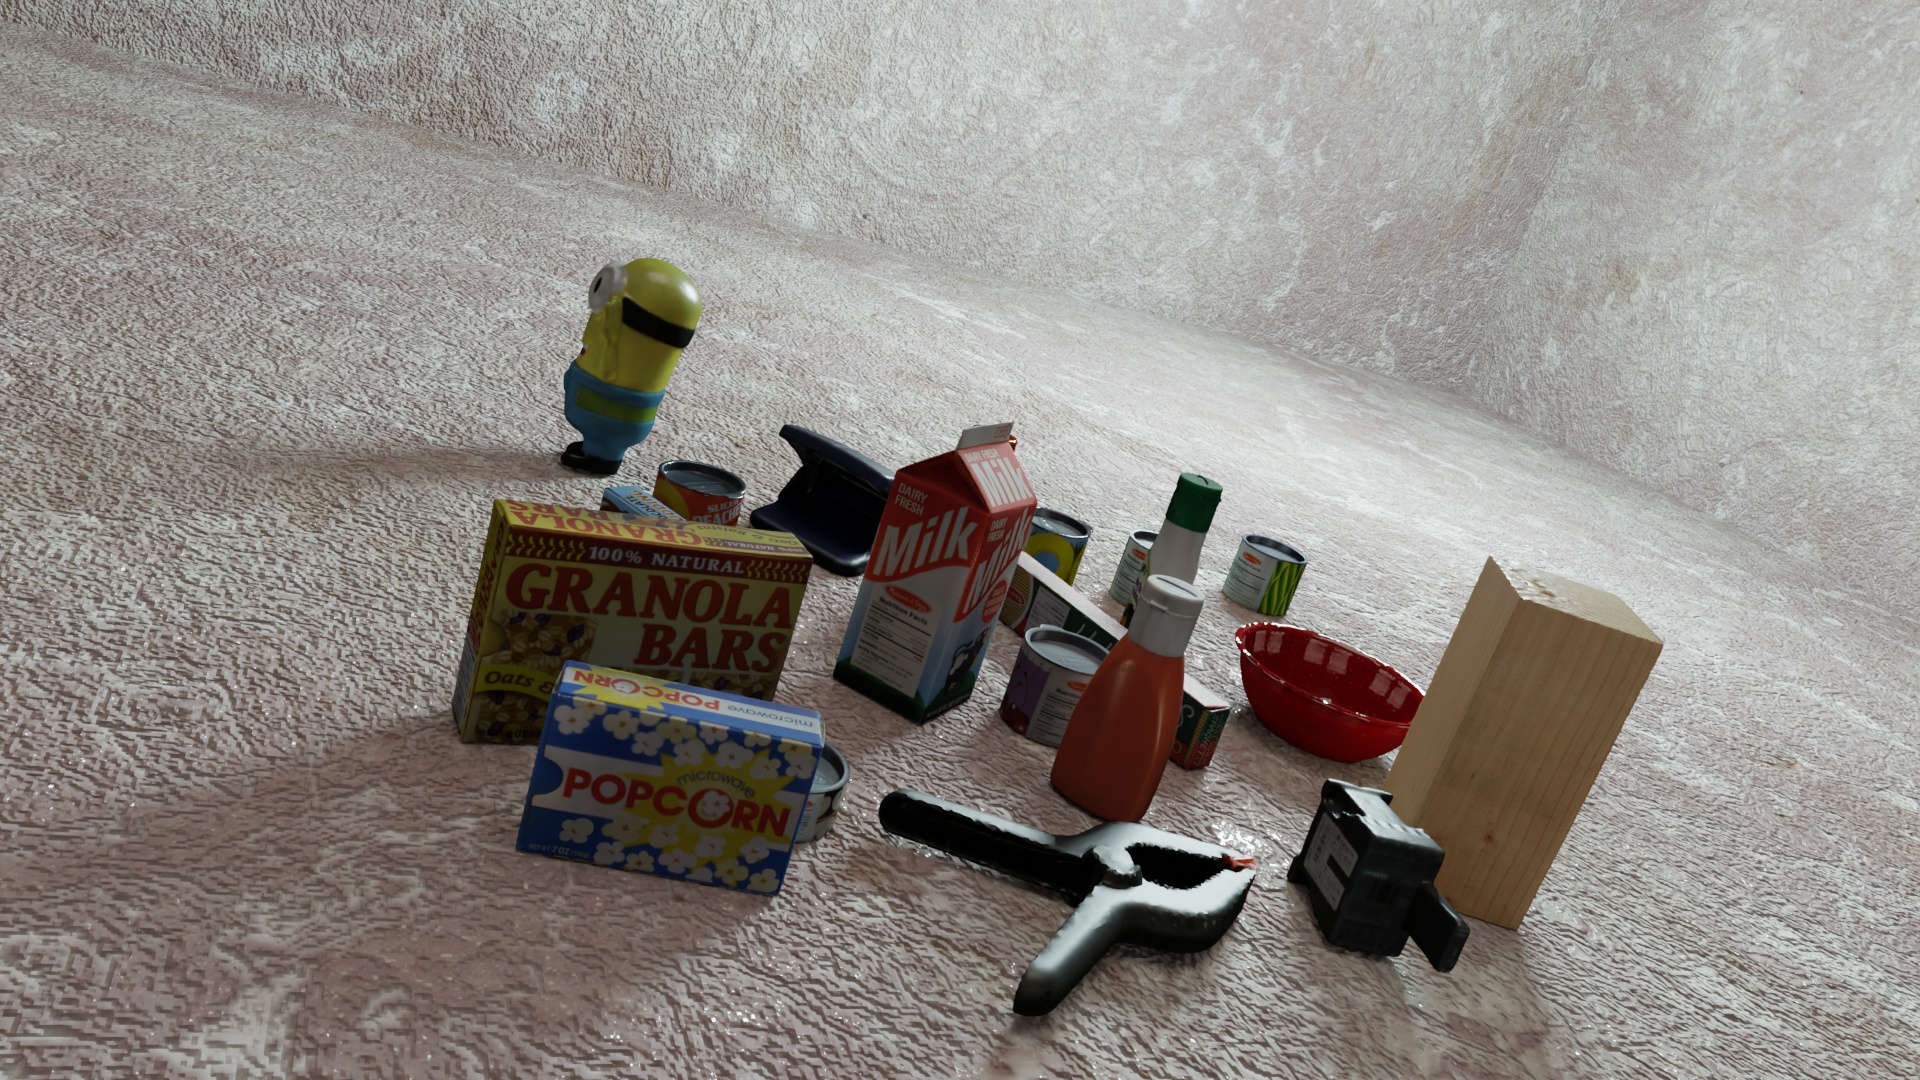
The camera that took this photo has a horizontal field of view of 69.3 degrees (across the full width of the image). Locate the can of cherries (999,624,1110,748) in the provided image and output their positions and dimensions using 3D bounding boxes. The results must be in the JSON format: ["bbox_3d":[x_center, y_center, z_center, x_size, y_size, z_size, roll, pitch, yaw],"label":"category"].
[{"bbox_3d":[0.065,0.098,0.934,0.071,0.058,0.072,16,18,-5],"label":"can of cherries"}]

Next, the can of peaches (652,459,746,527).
[{"bbox_3d":[-0.196,-0.020,1.031,0.071,0.058,0.071,16,18,-5],"label":"can of peaches"}]

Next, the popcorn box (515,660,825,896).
[{"bbox_3d":[-0.136,0.113,0.657,0.127,0.085,0.038,14,18,-13],"label":"popcorn box"}]

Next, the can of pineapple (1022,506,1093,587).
[{"bbox_3d":[0.075,0.009,1.200,0.071,0.057,0.071,16,18,-5],"label":"can of pineapple"}]

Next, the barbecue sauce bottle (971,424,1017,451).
[{"bbox_3d":[0.004,-0.013,1.054,0.065,0.148,0.044,21,18,8],"label":"barbecue sauce bottle"}]

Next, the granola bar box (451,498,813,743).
[{"bbox_3d":[-0.174,0.049,0.744,0.166,0.123,0.039,7,21,-30],"label":"granola bar box"}]

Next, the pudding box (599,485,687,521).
[{"bbox_3d":[-0.218,0.000,0.965,0.084,0.049,0.030,30,21,32],"label":"pudding box"}]

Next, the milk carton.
[{"bbox_3d":[-0.010,0.013,0.897,0.073,0.189,0.072,26,19,22],"label":"milk carton"}]

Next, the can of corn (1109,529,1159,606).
[{"bbox_3d":[0.174,0.030,1.235,0.071,0.058,0.071,16,18,-5],"label":"can of corn"}]

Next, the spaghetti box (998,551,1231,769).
[{"bbox_3d":[0.100,0.082,1.026,0.029,0.050,0.251,3,23,-39],"label":"spaghetti box"}]

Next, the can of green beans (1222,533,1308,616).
[{"bbox_3d":[0.293,0.033,1.337,0.071,0.057,0.071,16,18,-5],"label":"can of green beans"}]

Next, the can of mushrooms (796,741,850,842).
[{"bbox_3d":[-0.094,0.127,0.738,0.071,0.033,0.071,16,18,-5],"label":"can of mushrooms"}]

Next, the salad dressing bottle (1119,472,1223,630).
[{"bbox_3d":[0.170,0.019,1.119,0.044,0.147,0.064,18,18,-1],"label":"salad dressing bottle"}]

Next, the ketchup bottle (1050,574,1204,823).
[{"bbox_3d":[0.105,0.094,0.837,0.065,0.148,0.044,27,20,27],"label":"ketchup bottle"}]
